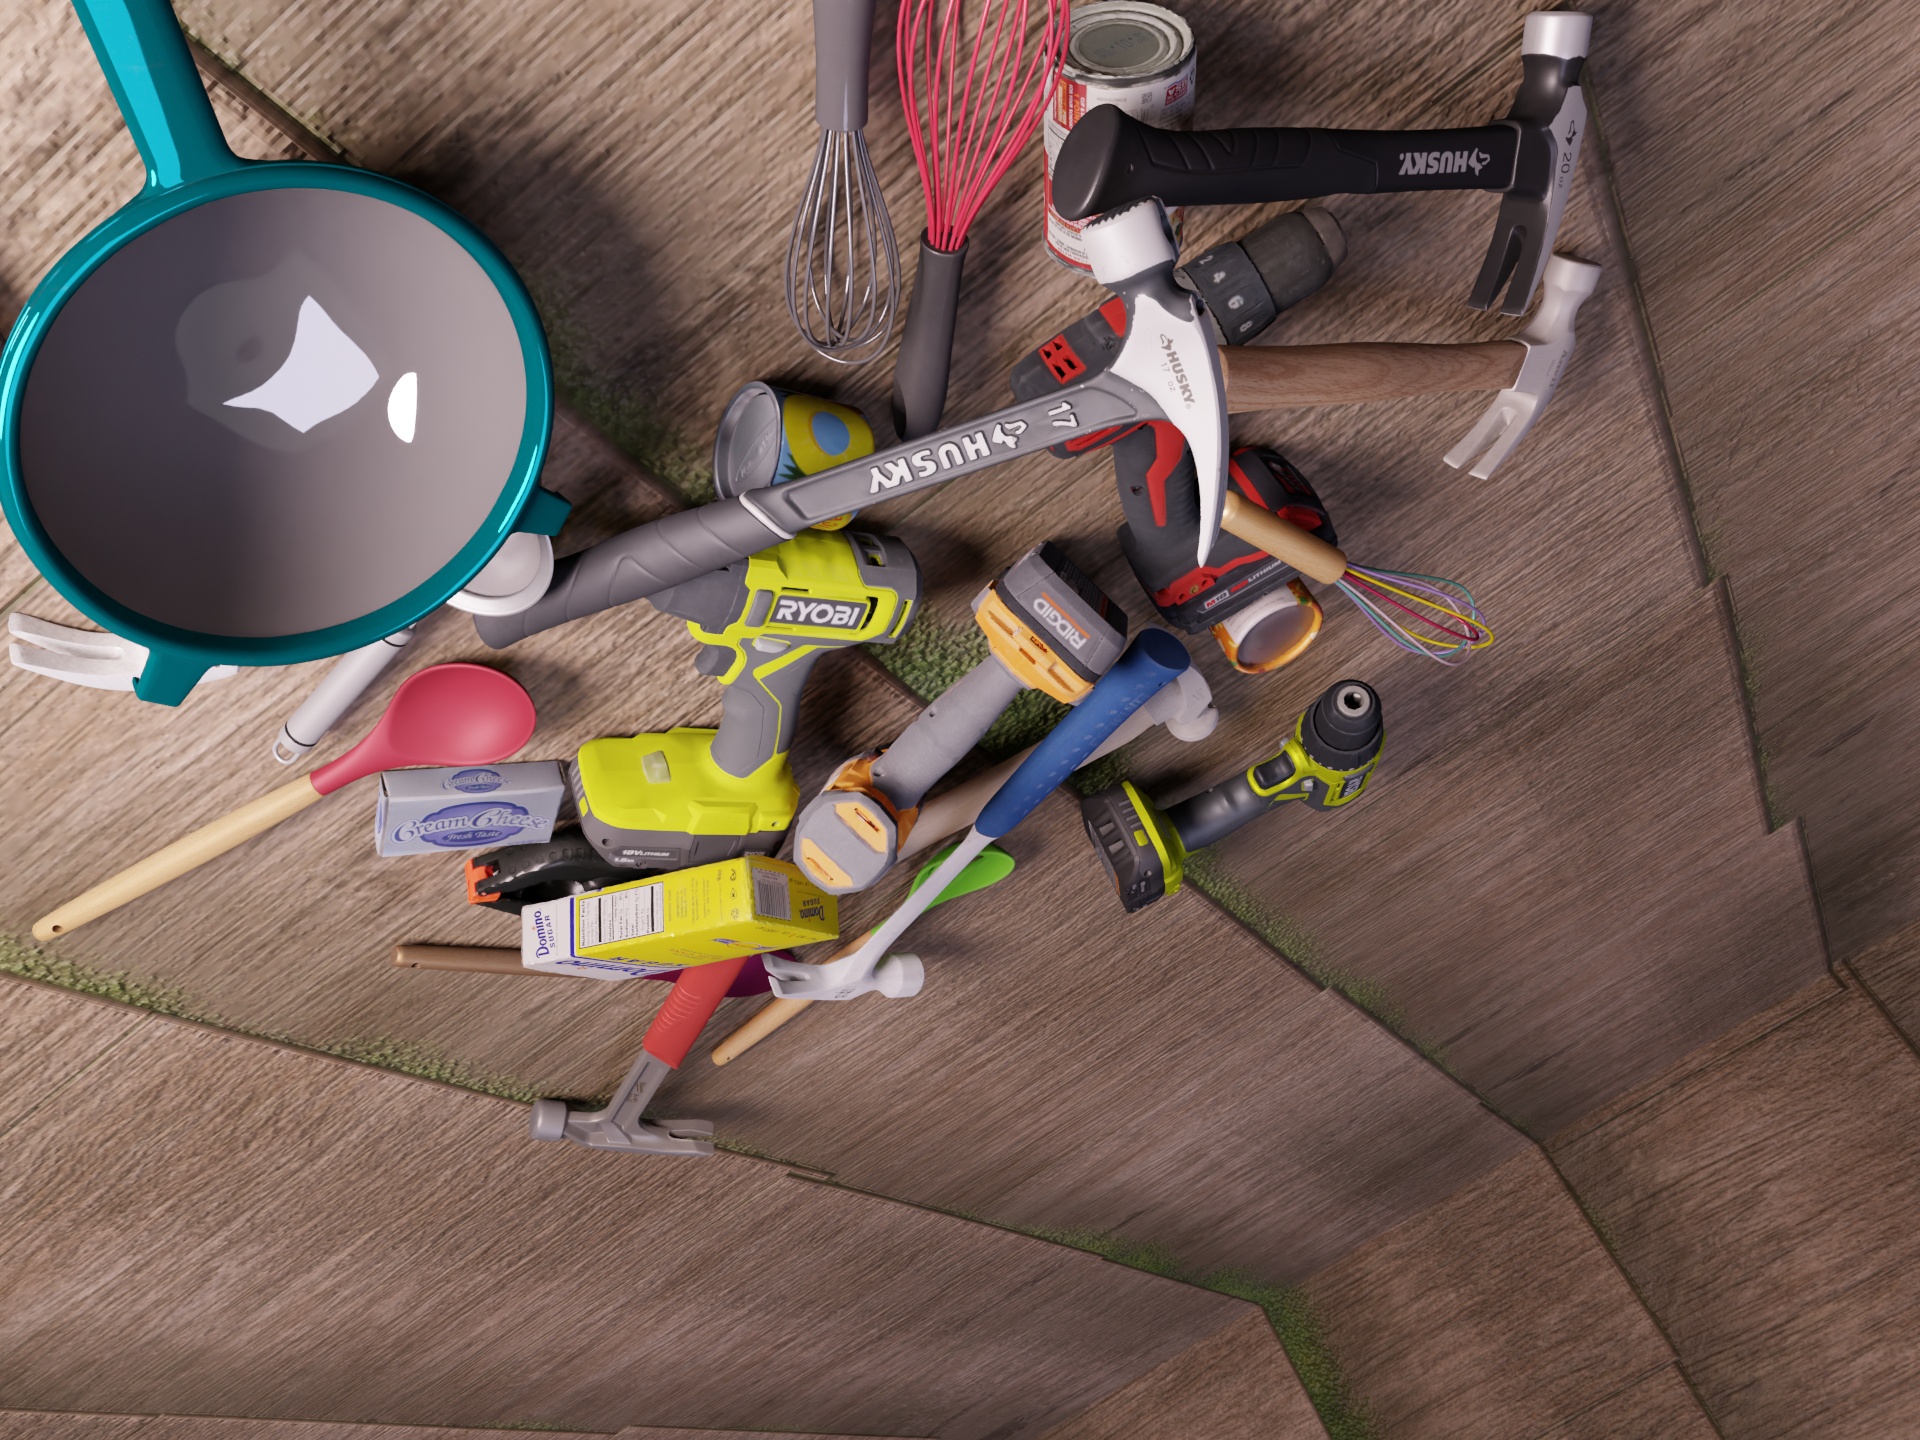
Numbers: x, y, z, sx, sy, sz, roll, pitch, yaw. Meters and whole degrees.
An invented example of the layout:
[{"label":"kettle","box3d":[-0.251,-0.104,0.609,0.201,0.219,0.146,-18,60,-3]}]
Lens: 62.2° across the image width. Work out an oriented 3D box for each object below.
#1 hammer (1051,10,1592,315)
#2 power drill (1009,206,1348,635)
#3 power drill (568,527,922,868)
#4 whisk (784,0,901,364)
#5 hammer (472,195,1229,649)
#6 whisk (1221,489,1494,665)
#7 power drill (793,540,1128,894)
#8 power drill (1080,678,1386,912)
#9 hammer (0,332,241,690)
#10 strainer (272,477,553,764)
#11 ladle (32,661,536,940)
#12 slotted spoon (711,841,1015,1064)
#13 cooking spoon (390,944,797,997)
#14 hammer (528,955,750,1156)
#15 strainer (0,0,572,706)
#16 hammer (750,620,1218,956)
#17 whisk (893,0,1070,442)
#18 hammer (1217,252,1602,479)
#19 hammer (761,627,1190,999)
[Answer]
[{"label":"hammer","box3d":[0.177,-0.254,0.739,0.334,0.035,0.146,-15,119,-34]},{"label":"power drill","box3d":[0.147,-0.168,0.896,0.188,0.080,0.226,-31,142,6]},{"label":"power drill","box3d":[-0.138,-0.018,0.905,0.171,0.080,0.223,3,132,-30]},{"label":"whisk","box3d":[-0.049,-0.258,0.681,0.055,0.055,0.238,-14,139,-18]},{"label":"hammer","box3d":[-0.070,-0.097,0.737,0.409,0.036,0.149,-15,111,27]},{"label":"whisk","box3d":[0.237,-0.085,0.941,0.244,0.047,0.051,21,103,-35]},{"label":"power drill","box3d":[-0.002,-0.003,0.966,0.226,0.084,0.185,-46,-177,13]},{"label":"power drill","box3d":[0.208,0.050,1.178,0.228,0.080,0.190,-26,161,-1]},{"label":"hammer","box3d":[-0.386,-0.123,0.650,0.128,0.033,0.330,-22,144,-9]},{"label":"strainer","box3d":[-0.279,-0.054,0.798,0.086,0.050,0.258,43,118,-14]},{"label":"ladle","box3d":[-0.376,0.048,0.877,0.315,0.031,0.069,-27,123,5]},{"label":"slotted spoon","box3d":[-0.084,0.181,1.231,0.313,0.031,0.070,-39,143,20]},{"label":"cooking spoon","box3d":[-0.248,0.175,1.126,0.318,0.017,0.068,12,131,-42]},{"label":"hammer","box3d":[-0.197,0.225,1.154,0.149,0.037,0.359,12,137,-23]},{"label":"strainer","box3d":[-0.283,-0.178,0.596,0.211,0.095,0.340,-29,139,-23]},{"label":"hammer","box3d":[-0.016,0.064,1.104,0.410,0.038,0.146,-29,153,6]},{"label":"whisk","box3d":[-0.004,-0.236,0.728,0.073,0.073,0.295,-12,148,-19]},{"label":"hammer","box3d":[0.239,-0.189,0.872,0.331,0.031,0.130,-13,127,-39]},{"label":"hammer","box3d":[0.010,0.080,1.074,0.144,0.035,0.405,4,140,-41]}]
